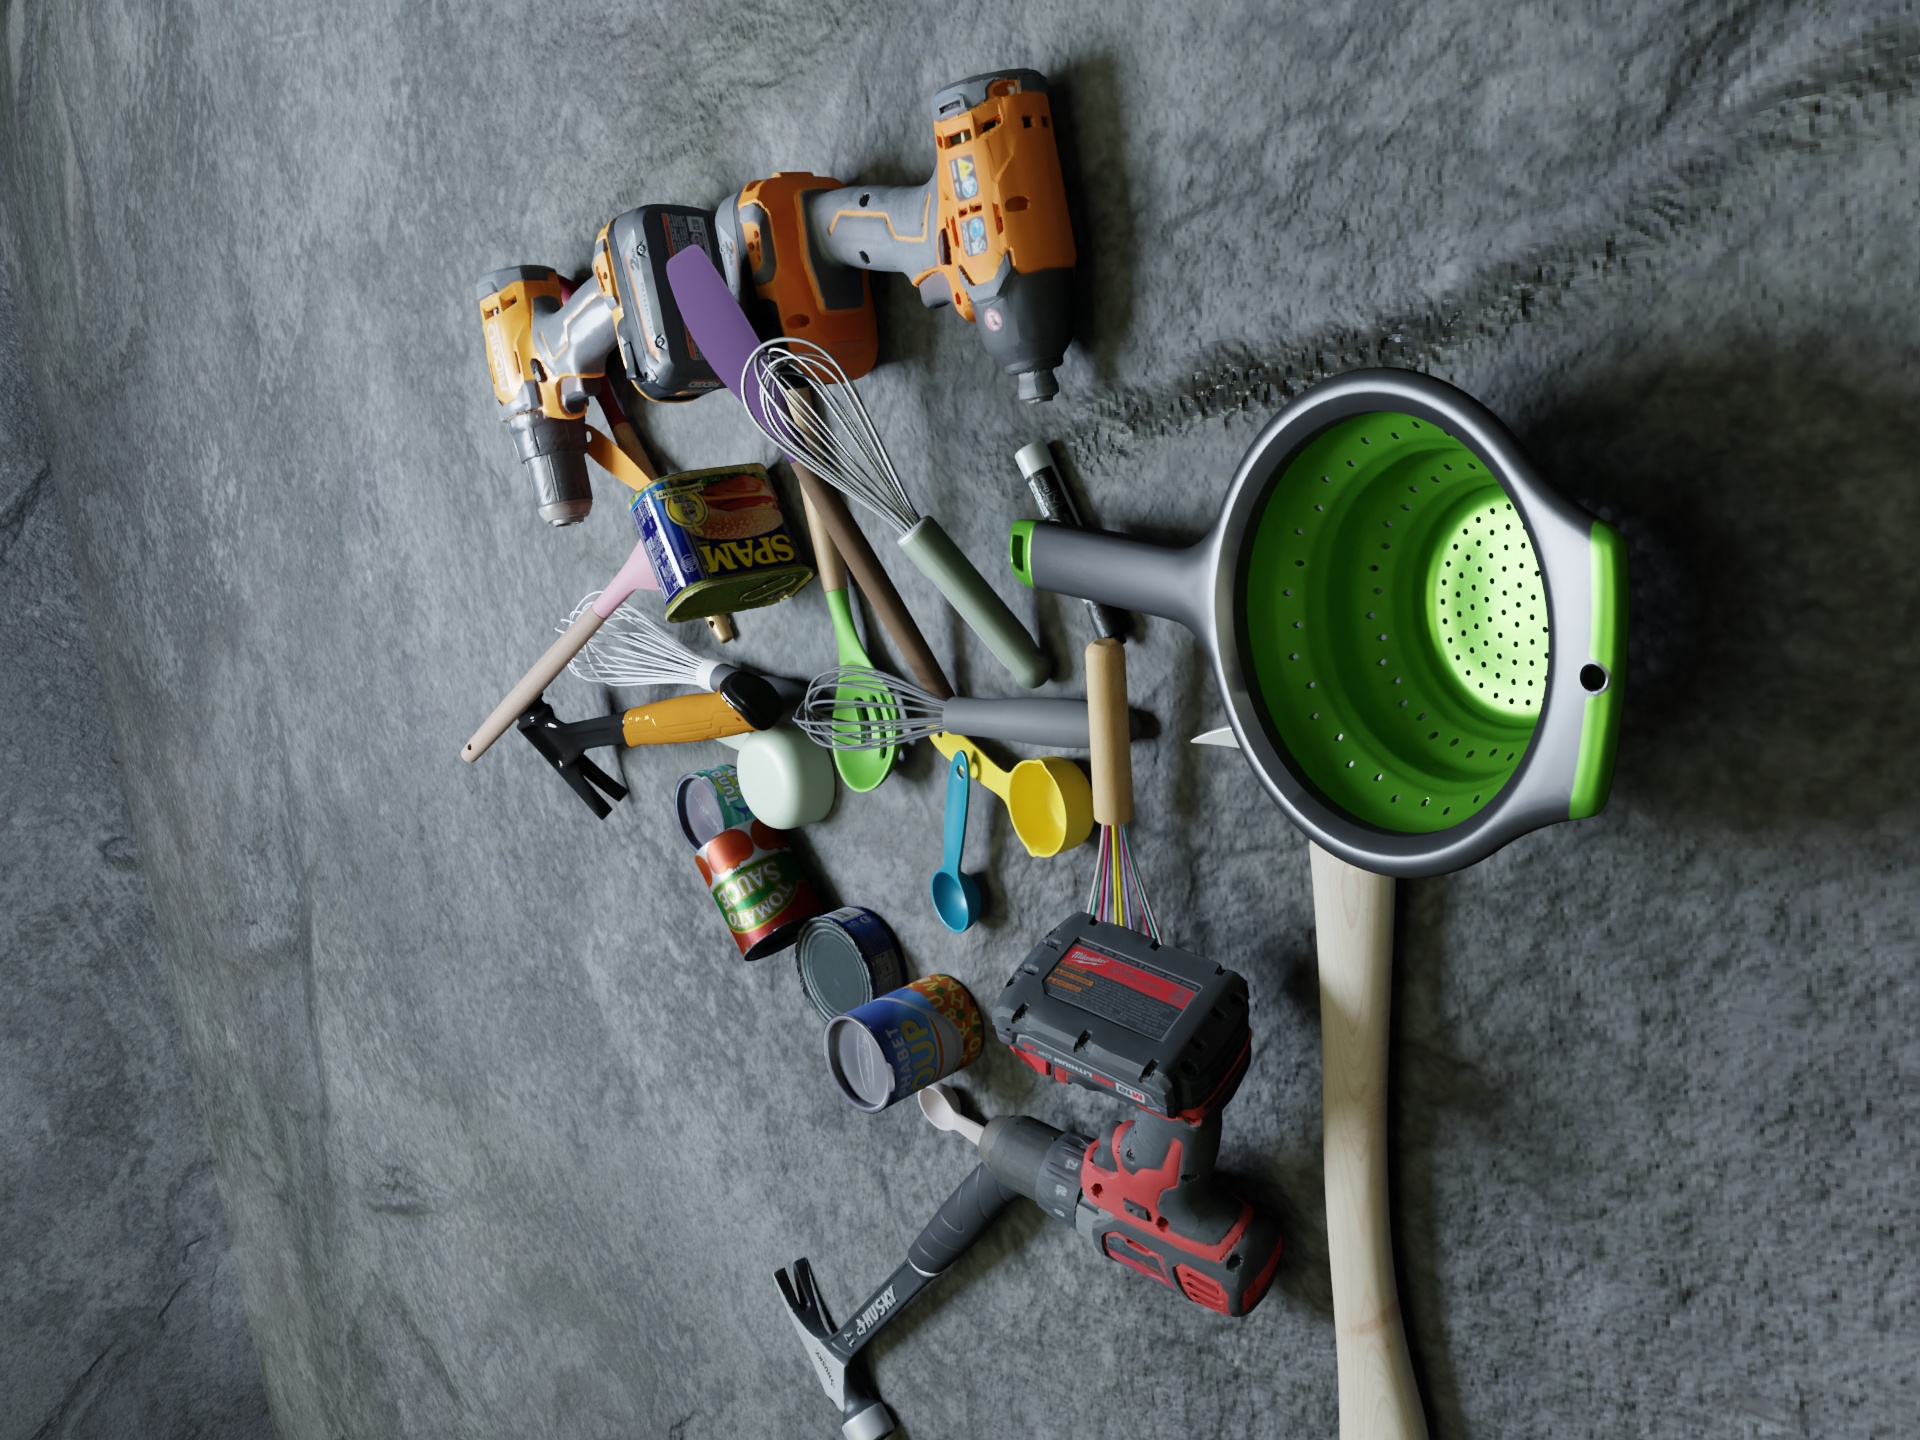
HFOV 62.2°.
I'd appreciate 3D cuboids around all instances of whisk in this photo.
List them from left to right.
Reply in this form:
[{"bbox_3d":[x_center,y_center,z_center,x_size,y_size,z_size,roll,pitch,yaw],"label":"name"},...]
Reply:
[{"bbox_3d":[-0.200,-0.041,1.161,0.285,0.070,0.070,17,115,38],"label":"whisk"},{"bbox_3d":[-0.032,-0.112,0.891,0.059,0.058,0.246,-37,101,19],"label":"whisk"},{"bbox_3d":[-0.001,-0.002,0.933,0.239,0.055,0.055,4,106,34],"label":"whisk"},{"bbox_3d":[0.086,0.074,0.867,0.051,0.047,0.244,12,116,37],"label":"whisk"}]

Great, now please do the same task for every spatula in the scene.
[{"bbox_3d":[-0.082,-0.133,0.939,0.060,0.018,0.315,-9,117,54],"label":"spatula"}]

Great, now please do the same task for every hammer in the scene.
[{"bbox_3d":[-0.226,0.010,1.167,0.337,0.034,0.127,-8,125,52],"label":"hammer"},{"bbox_3d":[-0.033,0.382,1.119,0.149,0.036,0.408,54,138,23],"label":"hammer"},{"bbox_3d":[0.193,0.197,0.808,0.146,0.038,0.410,10,110,48],"label":"hammer"}]

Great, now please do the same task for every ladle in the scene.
[{"bbox_3d":[-0.240,-0.195,1.174,0.069,0.031,0.315,-37,76,43],"label":"ladle"}]

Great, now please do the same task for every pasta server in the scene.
[{"bbox_3d":[-0.273,-0.063,1.167,0.316,0.040,0.060,-41,62,28],"label":"pasta server"}]

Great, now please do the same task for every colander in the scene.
[{"bbox_3d":[0.159,-0.060,0.728,0.397,0.094,0.204,22,117,57],"label":"colander"}]

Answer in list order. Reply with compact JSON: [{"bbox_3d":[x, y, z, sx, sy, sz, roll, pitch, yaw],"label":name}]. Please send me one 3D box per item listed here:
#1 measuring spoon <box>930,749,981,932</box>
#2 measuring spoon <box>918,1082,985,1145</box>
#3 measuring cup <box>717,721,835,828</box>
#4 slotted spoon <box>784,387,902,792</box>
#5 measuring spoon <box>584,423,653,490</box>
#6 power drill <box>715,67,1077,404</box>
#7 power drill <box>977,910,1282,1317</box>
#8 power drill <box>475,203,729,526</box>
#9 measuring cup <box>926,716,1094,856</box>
[{"bbox_3d":[0.004,0.074,0.987,0.042,0.021,0.128,36,130,45],"label":"measuring spoon"},{"bbox_3d":[0.023,0.273,1.048,0.124,0.018,0.034,25,129,34],"label":"measuring spoon"},{"bbox_3d":[-0.157,0.025,1.142,0.168,0.038,0.083,24,120,39],"label":"measuring cup"},{"bbox_3d":[-0.083,-0.110,1.025,0.070,0.031,0.314,-8,95,49],"label":"slotted spoon"},{"bbox_3d":[-0.245,-0.187,1.160,0.117,0.011,0.021,39,115,29],"label":"measuring spoon"},{"bbox_3d":[-0.030,-0.245,0.880,0.226,0.084,0.164,-2,103,45],"label":"power drill"},{"bbox_3d":[0.078,0.213,0.862,0.188,0.080,0.226,18,137,33],"label":"power drill"},{"bbox_3d":[-0.246,-0.241,1.101,0.226,0.084,0.185,-8,95,42],"label":"power drill"},{"bbox_3d":[0.029,0.029,0.954,0.157,0.029,0.062,36,130,50],"label":"measuring cup"}]
